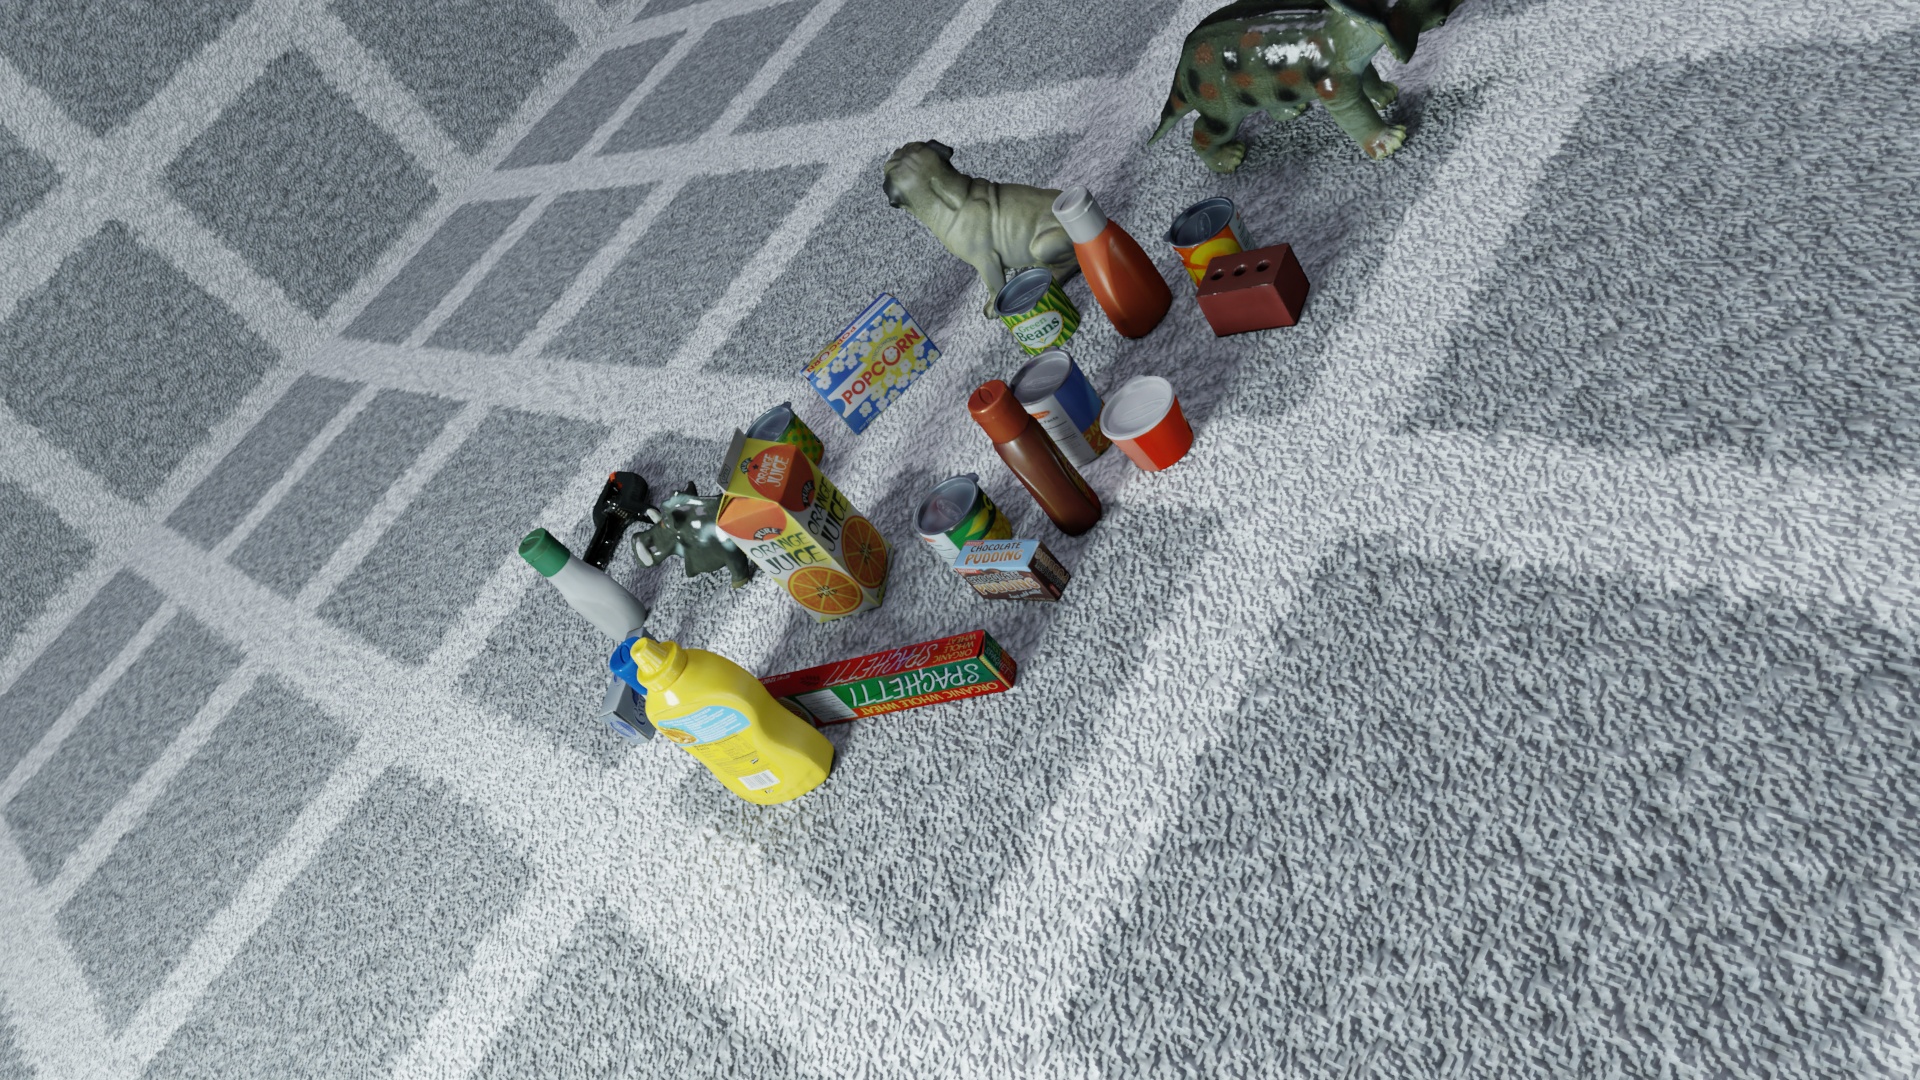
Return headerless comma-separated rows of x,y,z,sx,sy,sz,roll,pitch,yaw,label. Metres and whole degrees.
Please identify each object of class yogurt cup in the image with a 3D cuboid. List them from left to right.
0.157,-0.094,1.151,0.072,0.053,0.073,-25,39,22,yogurt cup

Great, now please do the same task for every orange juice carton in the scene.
-0.146,-0.015,1.230,0.073,0.192,0.072,-18,42,30,orange juice carton

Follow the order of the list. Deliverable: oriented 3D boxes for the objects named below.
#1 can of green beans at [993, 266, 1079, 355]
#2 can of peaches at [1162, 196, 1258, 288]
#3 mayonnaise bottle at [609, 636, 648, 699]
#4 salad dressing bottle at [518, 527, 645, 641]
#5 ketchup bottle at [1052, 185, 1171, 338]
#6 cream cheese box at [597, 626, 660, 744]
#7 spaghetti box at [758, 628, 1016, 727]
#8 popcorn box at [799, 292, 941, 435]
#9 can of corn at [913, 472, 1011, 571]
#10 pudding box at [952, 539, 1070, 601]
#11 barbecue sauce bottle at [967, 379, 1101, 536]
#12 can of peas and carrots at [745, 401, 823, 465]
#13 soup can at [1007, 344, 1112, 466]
0.075,-0.224,1.362,0.071,0.057,0.071,-25,38,22,can of green beans
0.229,-0.269,1.266,0.071,0.058,0.071,-25,38,22,can of peaches
-0.238,0.138,1.190,0.041,0.147,0.065,-40,35,2,mayonnaise bottle
-0.389,0.045,1.430,0.064,0.147,0.044,-8,47,38,salad dressing bottle
0.136,-0.255,1.259,0.043,0.148,0.065,11,60,48,ketchup bottle
-0.309,0.140,1.336,0.024,0.053,0.104,-20,41,28,cream cheese box
-0.070,0.119,1.139,0.249,0.050,0.029,-15,43,32,spaghetti box
-0.093,-0.186,1.454,0.127,0.085,0.038,-44,35,-4,popcorn box
0.004,-0.015,1.205,0.071,0.058,0.071,-25,38,22,can of corn
0.041,0.024,1.137,0.083,0.049,0.030,0,52,43,pudding box
0.059,-0.069,1.133,0.043,0.148,0.065,-37,36,7,barbecue sauce bottle
-0.186,-0.102,1.474,0.071,0.058,0.071,-25,38,22,can of peas and carrots
0.090,-0.117,1.211,0.071,0.083,0.072,-25,38,22,soup can
